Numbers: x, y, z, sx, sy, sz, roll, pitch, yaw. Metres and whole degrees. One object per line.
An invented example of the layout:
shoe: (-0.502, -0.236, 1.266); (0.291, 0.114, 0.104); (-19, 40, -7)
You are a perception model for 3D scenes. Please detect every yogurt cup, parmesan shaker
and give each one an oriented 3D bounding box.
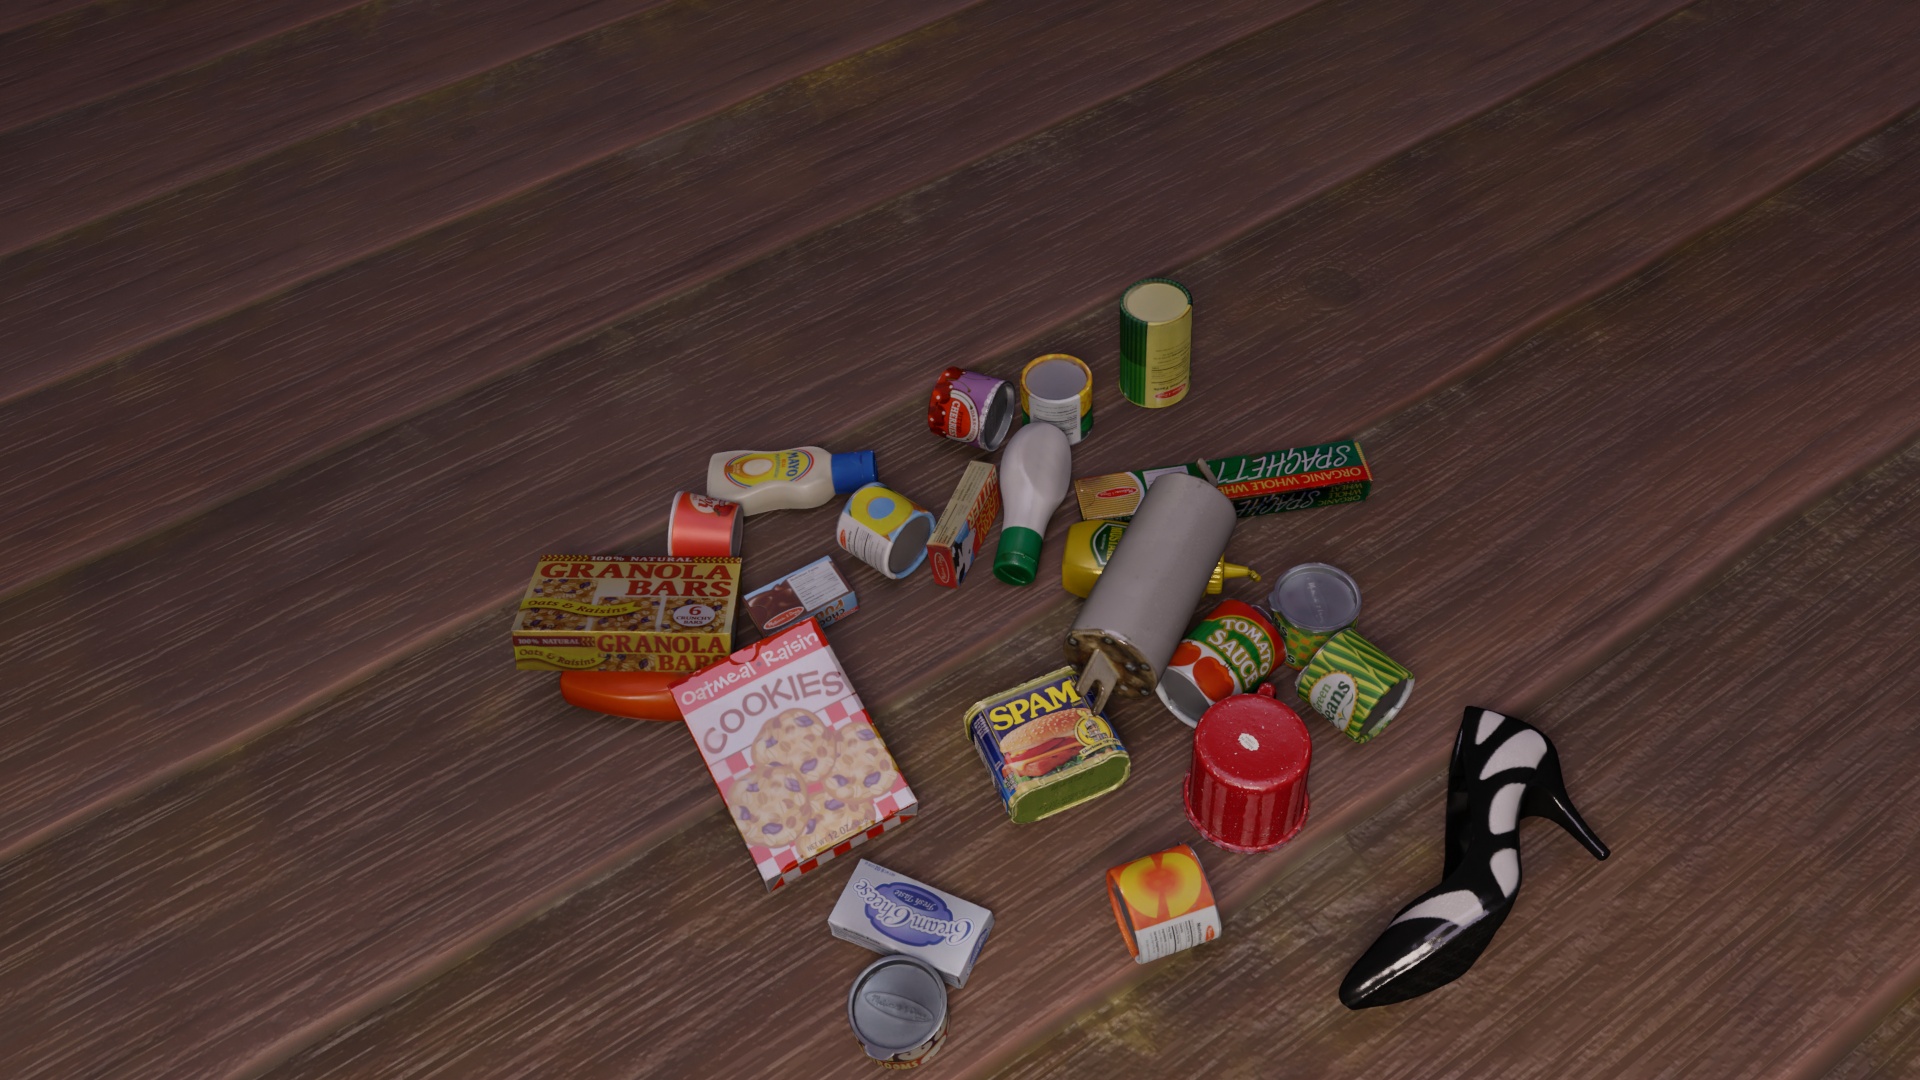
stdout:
yogurt cup: (-0.218, -0.007, 1.193); (0.054, 0.072, 0.073); (5, 50, 0)
parmesan shaker: (0.180, -0.182, 1.271); (0.071, 0.102, 0.072); (-3, 49, 4)

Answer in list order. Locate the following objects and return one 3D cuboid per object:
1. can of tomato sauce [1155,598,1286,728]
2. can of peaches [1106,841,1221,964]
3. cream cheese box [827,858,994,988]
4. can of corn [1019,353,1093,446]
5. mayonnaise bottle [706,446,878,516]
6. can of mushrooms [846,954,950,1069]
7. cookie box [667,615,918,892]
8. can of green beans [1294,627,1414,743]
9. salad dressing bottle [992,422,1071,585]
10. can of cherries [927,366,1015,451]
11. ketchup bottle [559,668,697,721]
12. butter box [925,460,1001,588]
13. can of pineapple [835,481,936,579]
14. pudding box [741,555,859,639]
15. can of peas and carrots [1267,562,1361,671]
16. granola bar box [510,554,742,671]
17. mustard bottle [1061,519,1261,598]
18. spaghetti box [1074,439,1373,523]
can of tomato sauce: (0.197, 0.094, 1.055); (0.083, 0.070, 0.071); (-39, 56, -23)
can of peaches: (0.135, 0.243, 0.938); (0.058, 0.071, 0.071); (-17, 50, -7)
cream cheese box: (-0.034, 0.265, 0.964); (0.104, 0.024, 0.053); (17, 55, 20)
can of corn: (0.088, -0.130, 1.266); (0.071, 0.058, 0.071); (-3, 50, 4)
mayonnaise bottle: (-0.149, -0.056, 1.240); (0.148, 0.041, 0.065); (-6, 47, 2)
can of mushrooms: (-0.041, 0.314, 0.918); (0.071, 0.033, 0.071); (-3, 49, 3)
cookie box: (-0.125, 0.155, 1.030); (0.123, 0.040, 0.168); (-25, 68, -15)
can of green beans: (0.294, 0.108, 1.035); (0.071, 0.071, 0.058); (-35, 55, -21)
salad dressing bottle: (0.059, -0.032, 1.190); (0.064, 0.044, 0.148); (32, 53, -25)
can of cherries: (0.009, -0.119, 1.259); (0.058, 0.071, 0.072); (18, 54, 21)
ketchup bottle: (-0.238, 0.115, 1.102); (0.149, 0.043, 0.065); (11, 45, 15)
butter box: (0.004, -0.015, 1.181); (0.024, 0.052, 0.104); (12, 51, 20)
can of pineapple: (-0.061, -0.009, 1.175); (0.058, 0.070, 0.071); (31, 59, 27)
pudding box: (-0.133, 0.052, 1.153); (0.084, 0.030, 0.050); (-27, 53, -16)
can of peas and carrots: (0.273, 0.061, 1.082); (0.071, 0.058, 0.071); (-4, 49, 4)
granola bar box: (-0.263, 0.057, 1.117); (0.166, 0.038, 0.125); (1, 28, -5)
mustard bottle: (0.165, 0.019, 1.136); (0.160, 0.048, 0.065); (4, 52, 10)
spaghetti box: (0.226, -0.044, 1.197); (0.250, 0.028, 0.050); (-8, 49, 0)
